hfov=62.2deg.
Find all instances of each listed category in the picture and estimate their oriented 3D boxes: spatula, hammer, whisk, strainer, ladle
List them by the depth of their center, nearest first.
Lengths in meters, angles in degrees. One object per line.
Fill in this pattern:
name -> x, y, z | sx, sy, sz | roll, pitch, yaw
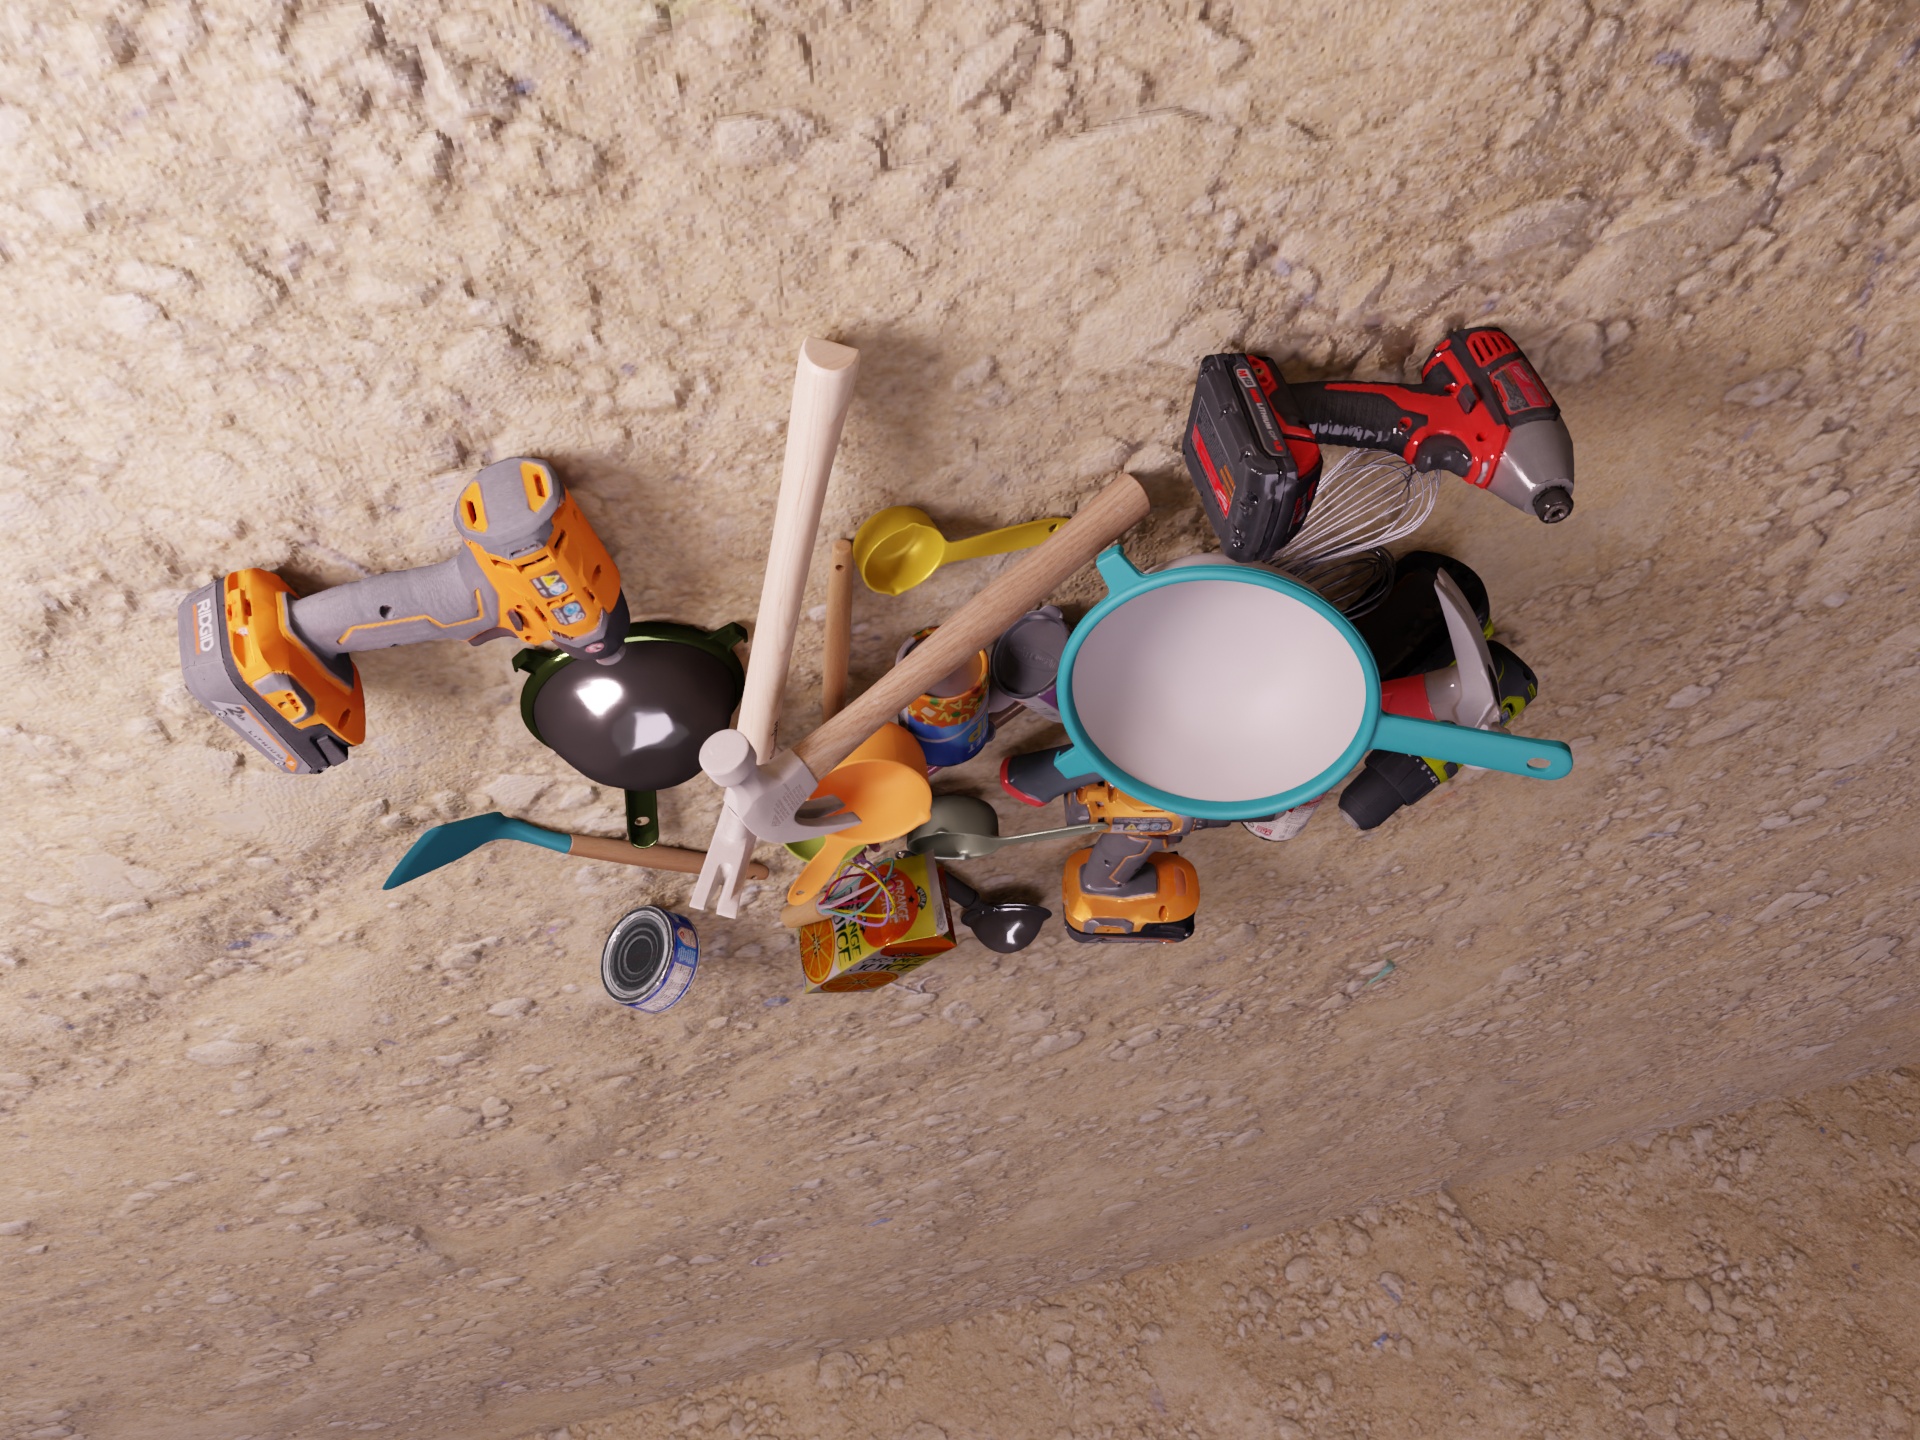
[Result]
hammer -> -0.114, -0.049, 0.973 | 0.038, 0.146, 0.410 | 14, 135, -3
hammer -> -0.009, -0.042, 0.999 | 0.331, 0.031, 0.129 | -40, 146, -10
strainer -> 0.238, -0.027, 1.074 | 0.340, 0.095, 0.210 | 11, 131, 3
strainer -> -0.221, 0.036, 1.105 | 0.151, 0.069, 0.256 | -8, 145, -15
whisk -> 0.209, -0.108, 1.108 | 0.284, 0.070, 0.070 | -33, 145, 33
ladle -> -0.091, -0.004, 1.121 | 0.078, 0.062, 0.320 | 8, 142, -1
whisk -> 0.207, -0.068, 1.175 | 0.239, 0.055, 0.055 | -23, 148, 18
hammer -> 0.196, -0.004, 1.177 | 0.386, 0.038, 0.143 | -12, 111, 30
spatula -> -0.276, 0.108, 1.214 | 0.317, 0.044, 0.082 | 13, 135, -40
whisk -> -0.104, 0.144, 1.289 | 0.047, 0.051, 0.245 | 22, 160, -17
strainer -> 0.010, 0.167, 1.447 | 0.087, 0.050, 0.258 | -16, 148, 26

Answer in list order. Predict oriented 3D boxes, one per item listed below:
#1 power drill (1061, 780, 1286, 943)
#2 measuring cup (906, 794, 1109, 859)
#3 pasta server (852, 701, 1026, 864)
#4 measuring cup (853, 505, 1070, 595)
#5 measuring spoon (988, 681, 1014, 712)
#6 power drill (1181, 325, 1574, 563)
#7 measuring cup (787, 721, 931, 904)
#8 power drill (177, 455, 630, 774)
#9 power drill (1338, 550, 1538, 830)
power drill -> 0.177, 0.109, 1.371 | 0.185, 0.084, 0.226 | 0, 144, -1
measuring cup -> 0.037, 0.081, 1.290 | 0.167, 0.038, 0.083 | -8, 158, 13
pasta server -> 0.020, 0.011, 1.213 | 0.316, 0.060, 0.040 | -37, 98, 25
measuring cup -> 0.002, -0.120, 1.023 | 0.156, 0.029, 0.062 | -14, 144, -28
measuring spoon -> -0.002, -0.004, 1.196 | 0.124, 0.034, 0.018 | -30, 111, 29
power drill -> 0.257, -0.165, 0.957 | 0.219, 0.143, 0.078 | -8, 145, -10
measuring cup -> -0.085, 0.066, 1.137 | 0.095, 0.052, 0.173 | 16, 133, -24
power drill -> -0.307, -0.051, 0.924 | 0.226, 0.084, 0.164 | -22, 148, 0
power drill -> 0.357, -0.015, 1.255 | 0.190, 0.080, 0.228 | -43, 144, 2
